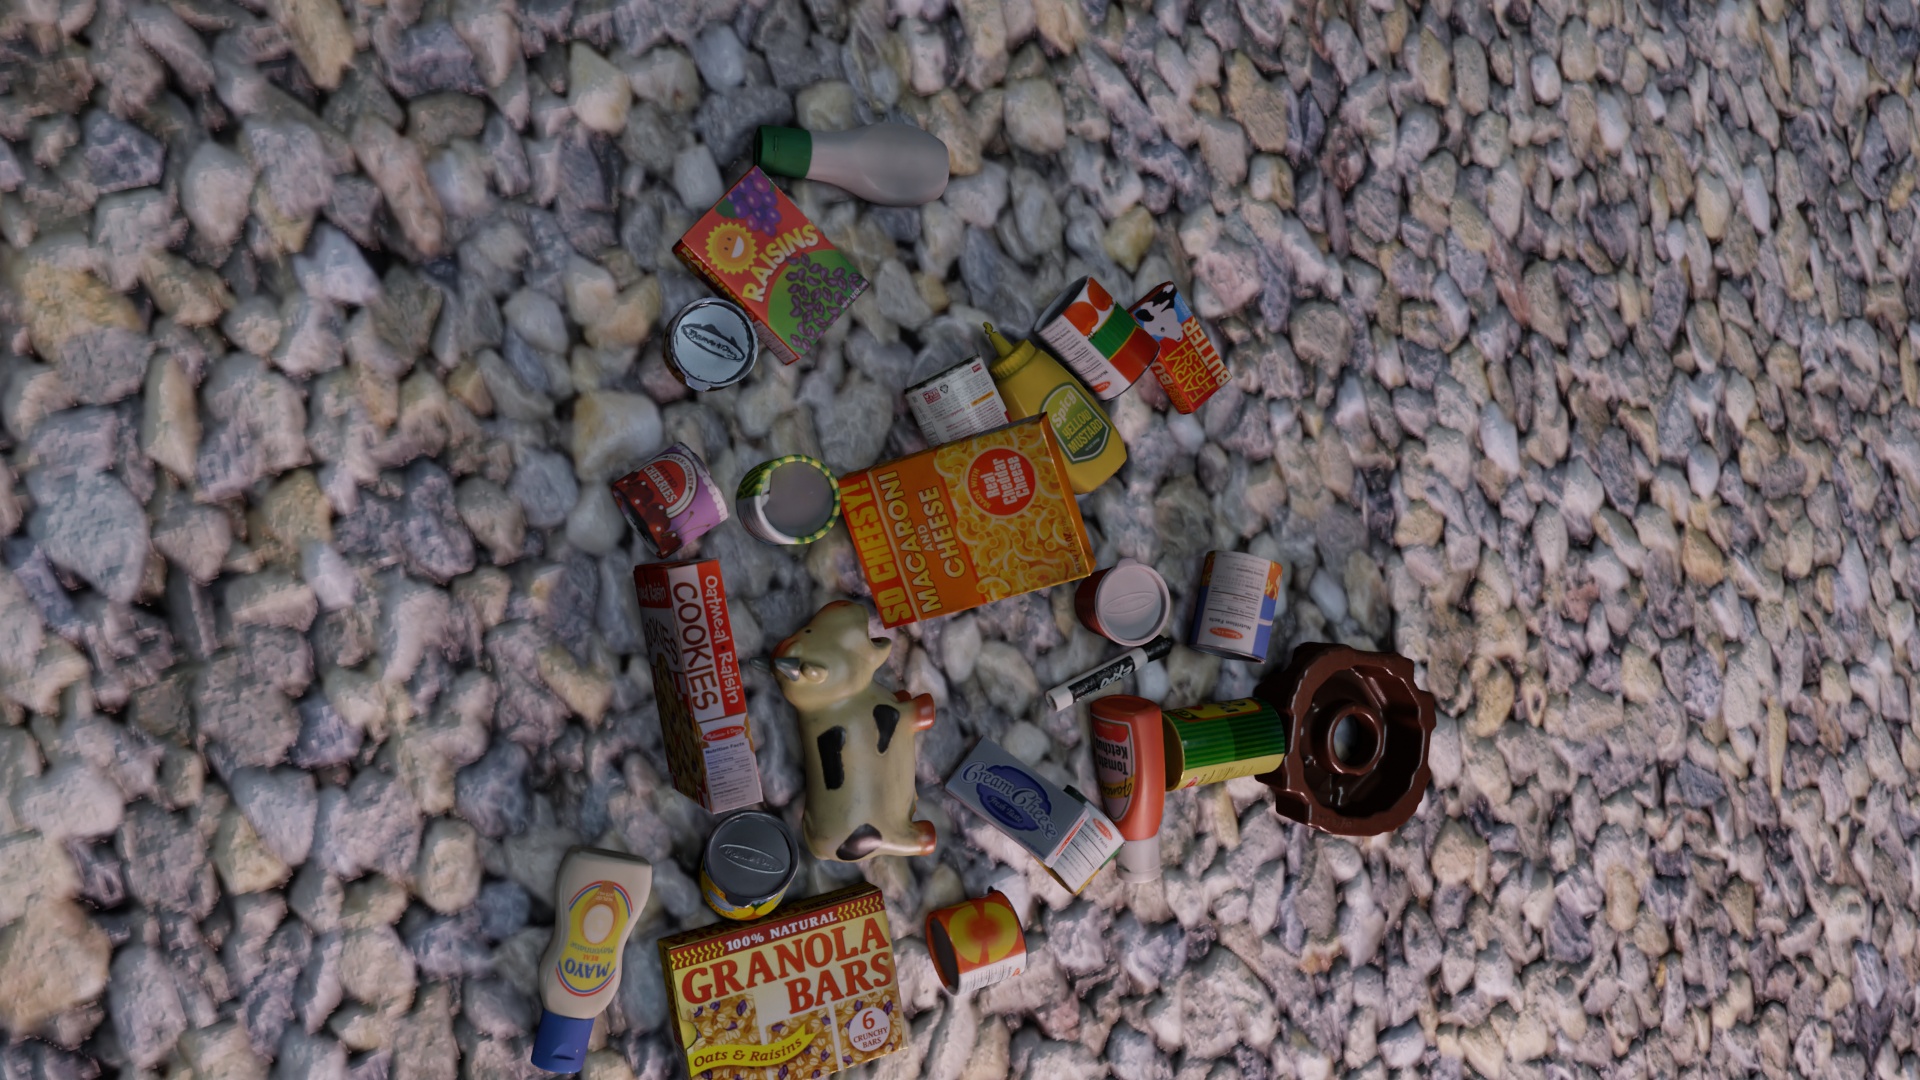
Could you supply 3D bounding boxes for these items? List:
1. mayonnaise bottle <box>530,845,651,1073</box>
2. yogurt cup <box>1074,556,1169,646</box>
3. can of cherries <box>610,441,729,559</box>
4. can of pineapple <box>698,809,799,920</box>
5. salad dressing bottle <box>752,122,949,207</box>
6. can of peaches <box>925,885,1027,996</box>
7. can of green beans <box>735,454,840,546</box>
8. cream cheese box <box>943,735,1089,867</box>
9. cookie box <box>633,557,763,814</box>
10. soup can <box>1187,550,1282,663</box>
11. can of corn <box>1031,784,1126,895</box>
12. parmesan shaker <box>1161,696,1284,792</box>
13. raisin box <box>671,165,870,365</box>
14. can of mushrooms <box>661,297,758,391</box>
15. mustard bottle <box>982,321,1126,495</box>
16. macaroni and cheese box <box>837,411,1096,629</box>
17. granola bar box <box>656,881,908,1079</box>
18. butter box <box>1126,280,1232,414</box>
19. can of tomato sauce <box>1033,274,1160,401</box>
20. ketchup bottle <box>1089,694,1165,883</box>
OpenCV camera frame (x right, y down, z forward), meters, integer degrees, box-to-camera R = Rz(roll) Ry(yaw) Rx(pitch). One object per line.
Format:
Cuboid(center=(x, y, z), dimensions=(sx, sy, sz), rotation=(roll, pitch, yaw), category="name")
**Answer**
Cuboid(center=(-0.263, 0.292, 0.972), dimensions=(0.065, 0.041, 0.148), rotation=(16, 81, -23), category="mayonnaise bottle")
Cuboid(center=(0.129, 0.051, 1.138), dimensions=(0.072, 0.054, 0.072), rotation=(1, 88, -22), category="yogurt cup")
Cuboid(center=(-0.208, -0.030, 0.993), dimensions=(0.058, 0.071, 0.071), rotation=(-35, 101, -19), category="can of cherries")
Cuboid(center=(-0.154, 0.236, 0.998), dimensions=(0.071, 0.057, 0.071), rotation=(7, 59, -12), category="can of pineapple")
Cuboid(center=(-0.084, -0.294, 1.071), dimensions=(0.148, 0.044, 0.064), rotation=(1, 89, -21), category="salad dressing bottle")
Cuboid(center=(0.011, 0.309, 1.074), dimensions=(0.058, 0.071, 0.071), rotation=(-13, 93, -22), category="can of peaches")
Cuboid(center=(-0.128, -0.030, 1.033), dimensions=(0.071, 0.058, 0.071), rotation=(1, 88, -23), category="can of green beans")
Cuboid(center=(0.043, 0.202, 1.080), dimensions=(0.104, 0.024, 0.053), rotation=(33, 73, 25), category="cream cheese box")
Cuboid(center=(-0.186, 0.096, 0.968), dimensions=(0.040, 0.123, 0.167), rotation=(-11, 92, -23), category="cookie box")
Cuboid(center=(0.233, 0.057, 1.177), dimensions=(0.071, 0.071, 0.084), rotation=(16, 81, -21), category="soup can")
Cuboid(center=(0.088, 0.239, 1.107), dimensions=(0.058, 0.071, 0.071), rotation=(-43, 104, -12), category="can of corn")
Cuboid(center=(0.208, 0.169, 1.161), dimensions=(0.103, 0.071, 0.071), rotation=(-5, 90, -26), category="parmesan shaker")
Cuboid(center=(-0.142, -0.206, 1.045), dimensions=(0.123, 0.040, 0.086), rotation=(45, 74, -16), category="raisin box")
Cuboid(center=(-0.187, -0.142, 1.027), dimensions=(0.071, 0.033, 0.071), rotation=(1, 88, -23), category="can of mushrooms")
Cuboid(center=(0.067, -0.112, 1.122), dimensions=(0.065, 0.048, 0.160), rotation=(-44, 104, -19), category="mustard bottle")
Cuboid(center=(0.004, -0.013, 1.047), dimensions=(0.166, 0.040, 0.123), rotation=(-16, 99, 16), category="macaroni and cheese box")
Cuboid(center=(-0.129, 0.336, 1.027), dimensions=(0.166, 0.039, 0.124), rotation=(-10, 92, -23), category="granola bar box")
Cuboid(center=(0.184, -0.164, 1.186), dimensions=(0.053, 0.024, 0.103), rotation=(-39, 102, -20), category="butter box")
Cuboid(center=(0.112, -0.166, 1.134), dimensions=(0.083, 0.071, 0.071), rotation=(42, 74, -15), category="can of tomato sauce")
Cuboid(center=(0.140, 0.203, 1.135), dimensions=(0.044, 0.064, 0.148), rotation=(-12, 101, -33), category="ketchup bottle")
